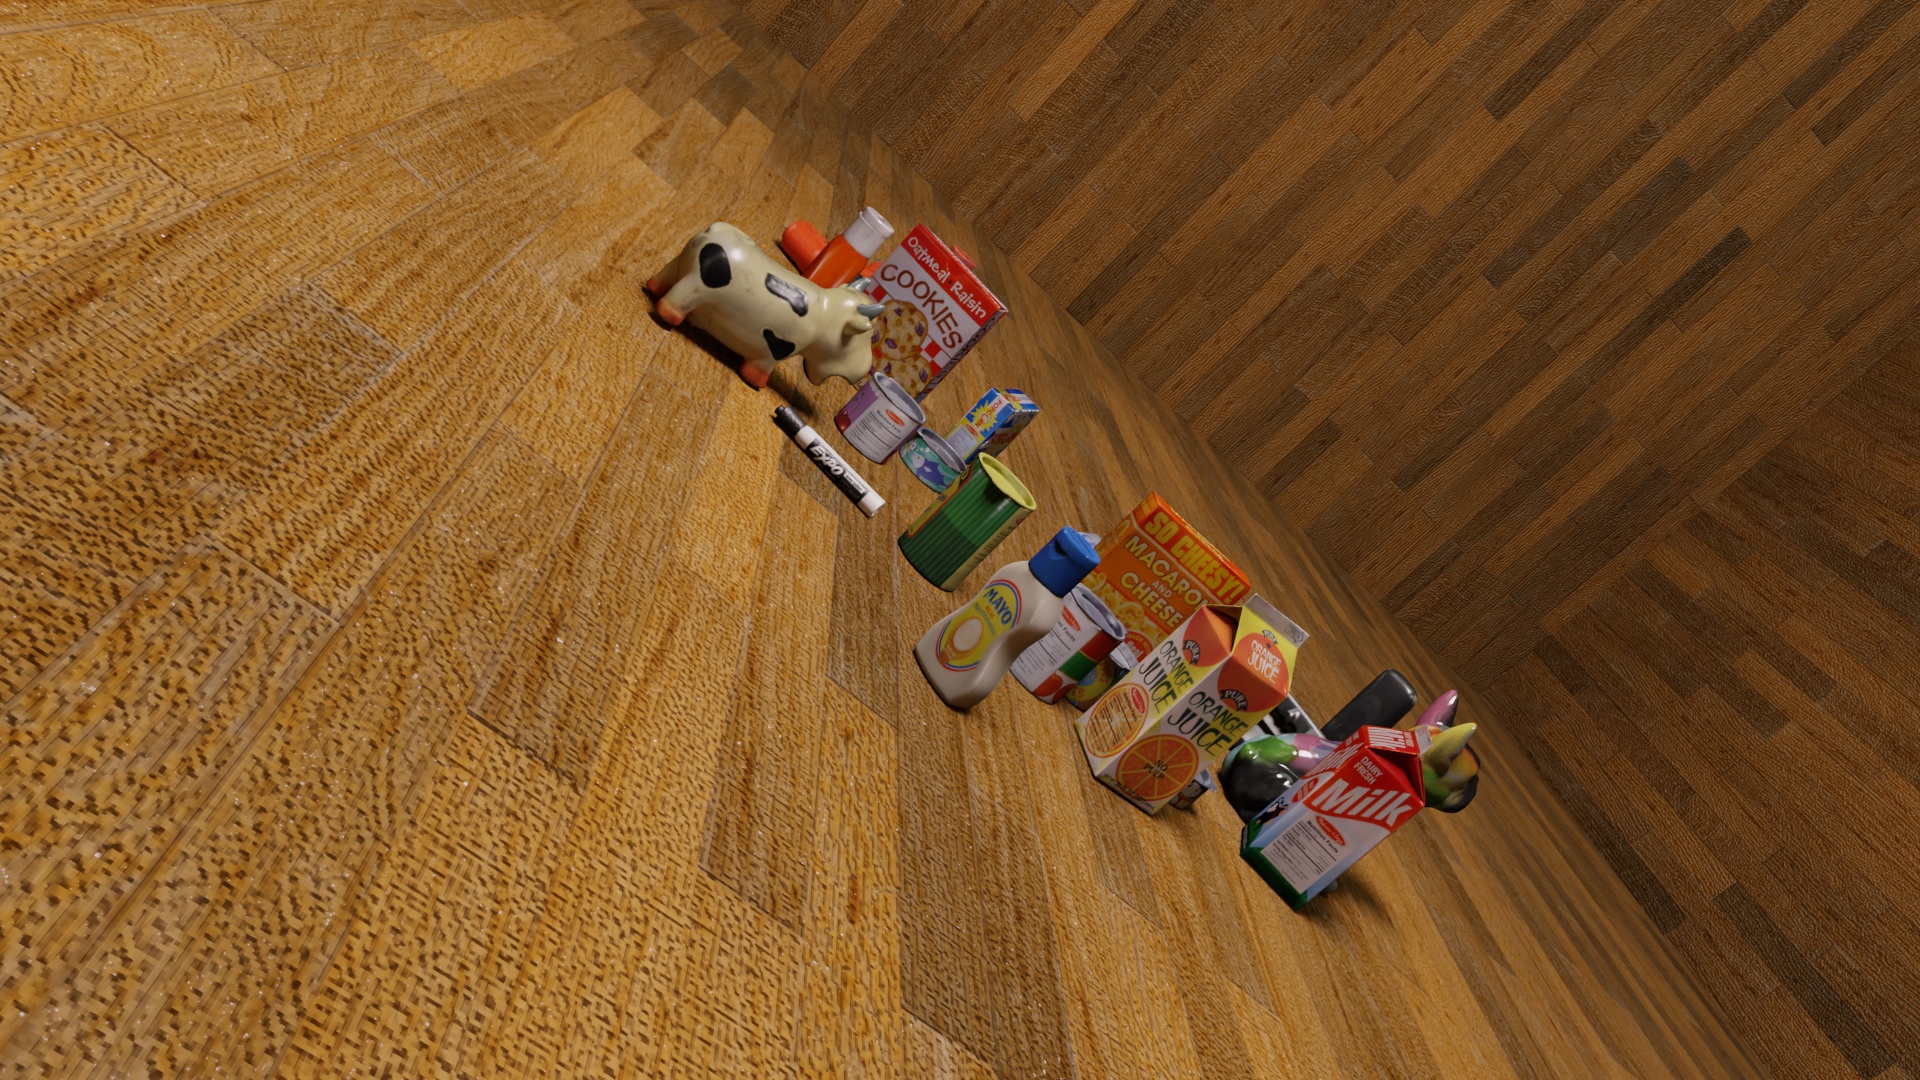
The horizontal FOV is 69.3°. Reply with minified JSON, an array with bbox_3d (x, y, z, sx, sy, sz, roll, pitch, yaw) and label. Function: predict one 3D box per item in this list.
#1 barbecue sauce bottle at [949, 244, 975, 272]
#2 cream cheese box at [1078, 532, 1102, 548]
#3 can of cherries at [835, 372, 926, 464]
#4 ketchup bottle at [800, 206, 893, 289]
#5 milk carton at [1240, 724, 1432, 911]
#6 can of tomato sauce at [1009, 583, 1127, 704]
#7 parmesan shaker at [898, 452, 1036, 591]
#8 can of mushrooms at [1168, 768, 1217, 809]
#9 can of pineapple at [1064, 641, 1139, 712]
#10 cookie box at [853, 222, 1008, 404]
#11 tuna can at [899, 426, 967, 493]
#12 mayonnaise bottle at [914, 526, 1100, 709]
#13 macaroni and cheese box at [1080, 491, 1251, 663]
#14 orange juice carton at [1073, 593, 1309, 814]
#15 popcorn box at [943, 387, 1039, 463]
[{"bbox_3d":[-0.044,-0.282,1.636,0.043,0.148,0.065,38,17,-24],"label":"barbecue sauce bottle"},{"bbox_3d":[0.116,0.017,1.462,0.024,0.053,0.104,50,16,17],"label":"cream cheese box"},{"bbox_3d":[-0.075,-0.115,1.303,0.071,0.058,0.072,41,16,-14],"label":"can of cherries"},{"bbox_3d":[-0.129,-0.267,1.383,0.043,0.148,0.065,41,16,-13],"label":"ketchup bottle"},{"bbox_3d":[0.343,0.233,1.232,0.073,0.190,0.072,46,15,4],"label":"milk carton"},{"bbox_3d":[0.086,0.086,1.156,0.071,0.083,0.071,41,16,-14],"label":"can of tomato sauce"},{"bbox_3d":[0.004,-0.015,1.166,0.071,0.103,0.071,41,16,-14],"label":"parmesan shaker"},{"bbox_3d":[0.188,0.201,1.211,0.071,0.033,0.071,41,16,-14],"label":"can of mushrooms"},{"bbox_3d":[0.113,0.109,1.212,0.071,0.057,0.071,41,16,-14],"label":"can of pineapple"},{"bbox_3d":[-0.053,-0.221,1.426,0.123,0.167,0.040,47,15,7],"label":"cookie box"},{"bbox_3d":[-0.029,-0.081,1.381,0.071,0.032,0.071,41,16,-14],"label":"tuna can"},{"bbox_3d":[0.035,0.052,0.992,0.041,0.147,0.065,25,25,-51],"label":"mayonnaise bottle"},{"bbox_3d":[0.161,0.054,1.271,0.123,0.166,0.040,41,16,-16],"label":"macaroni and cheese box"},{"bbox_3d":[0.189,0.123,1.116,0.071,0.192,0.073,37,17,-27],"label":"orange juice carton"},{"bbox_3d":[0.036,-0.130,1.570,0.038,0.085,0.127,47,16,8],"label":"popcorn box"}]
